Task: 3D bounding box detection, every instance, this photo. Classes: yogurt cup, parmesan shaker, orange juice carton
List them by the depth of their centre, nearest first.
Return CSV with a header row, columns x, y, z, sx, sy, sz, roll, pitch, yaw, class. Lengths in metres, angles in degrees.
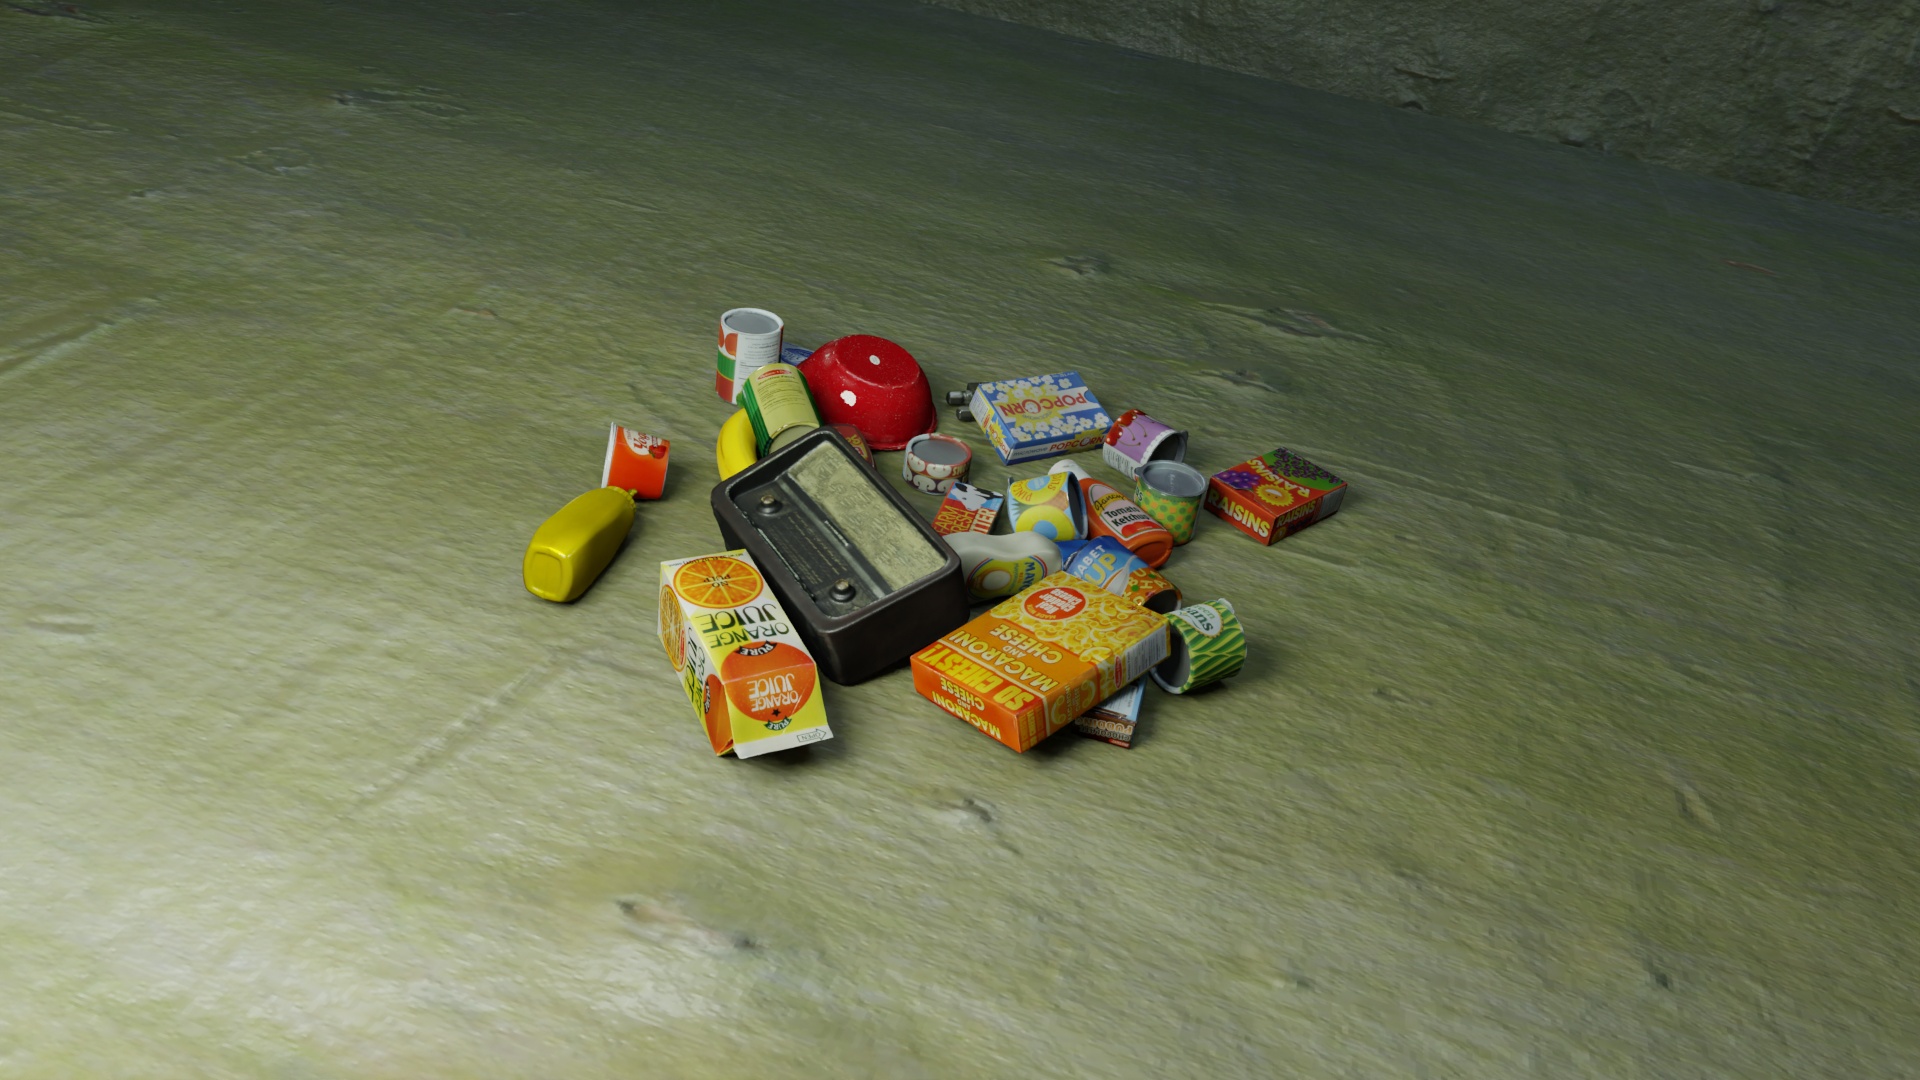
x,y,z,sx,sy,sz,roll,pitch,yaw,class
-0.164,0.092,1.037,0.072,0.072,0.193,-9,38,-27,orange juice carton
-0.294,-0.068,1.258,0.054,0.072,0.073,9,32,-16,yogurt cup
-0.167,-0.111,1.305,0.071,0.071,0.103,-4,39,-20,parmesan shaker

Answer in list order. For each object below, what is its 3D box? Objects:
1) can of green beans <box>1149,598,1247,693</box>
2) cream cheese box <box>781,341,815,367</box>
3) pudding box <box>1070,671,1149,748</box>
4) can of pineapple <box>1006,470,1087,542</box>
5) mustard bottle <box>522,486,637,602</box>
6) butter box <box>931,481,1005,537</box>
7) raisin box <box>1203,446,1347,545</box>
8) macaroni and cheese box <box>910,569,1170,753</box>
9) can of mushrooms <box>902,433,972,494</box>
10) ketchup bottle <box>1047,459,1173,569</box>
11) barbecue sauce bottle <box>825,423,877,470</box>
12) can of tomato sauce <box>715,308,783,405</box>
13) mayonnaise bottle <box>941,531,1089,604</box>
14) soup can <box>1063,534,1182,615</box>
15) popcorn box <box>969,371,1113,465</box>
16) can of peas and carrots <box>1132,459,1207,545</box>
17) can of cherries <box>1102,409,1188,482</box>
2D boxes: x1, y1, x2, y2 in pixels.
x,y,z,sx,sy,sz,roll,pitch,yaw,class
0.192,0.087,1.143,0.058,0.071,0.071,-12,39,-30,can of green beans
-0.168,-0.184,1.501,0.104,0.024,0.054,20,36,16,cream cheese box
0.120,0.123,1.102,0.050,0.030,0.084,13,33,8,pudding box
0.079,-0.028,1.270,0.058,0.070,0.071,-11,28,18,can of pineapple
-0.311,-0.008,1.165,0.049,0.065,0.161,18,28,4,mustard bottle
0.005,-0.016,1.290,0.053,0.024,0.104,15,33,7,butter box
0.318,-0.046,1.403,0.124,0.039,0.086,-21,45,-37,raisin box
0.064,0.091,1.090,0.167,0.040,0.124,-28,35,-33,macaroni and cheese box
-0.021,-0.075,1.365,0.071,0.033,0.071,7,32,-4,can of mushrooms
0.135,-0.025,1.320,0.065,0.043,0.149,-11,38,-28,ketchup bottle
-0.105,-0.055,1.303,0.065,0.043,0.149,-11,38,-16,barbecue sauce bottle
-0.220,-0.192,1.445,0.071,0.082,0.071,7,33,-5,can of tomato sauce
0.049,0.021,1.213,0.148,0.064,0.041,-4,34,-26,mayonnaise bottle
0.137,0.044,1.192,0.071,0.071,0.084,-16,41,-34,soup can
0.084,-0.129,1.450,0.127,0.038,0.085,-12,54,-29,popcorn box
0.197,-0.037,1.339,0.071,0.058,0.071,6,33,-4,can of peas and carrots
0.189,-0.095,1.416,0.072,0.071,0.058,-22,43,-39,can of cherries
